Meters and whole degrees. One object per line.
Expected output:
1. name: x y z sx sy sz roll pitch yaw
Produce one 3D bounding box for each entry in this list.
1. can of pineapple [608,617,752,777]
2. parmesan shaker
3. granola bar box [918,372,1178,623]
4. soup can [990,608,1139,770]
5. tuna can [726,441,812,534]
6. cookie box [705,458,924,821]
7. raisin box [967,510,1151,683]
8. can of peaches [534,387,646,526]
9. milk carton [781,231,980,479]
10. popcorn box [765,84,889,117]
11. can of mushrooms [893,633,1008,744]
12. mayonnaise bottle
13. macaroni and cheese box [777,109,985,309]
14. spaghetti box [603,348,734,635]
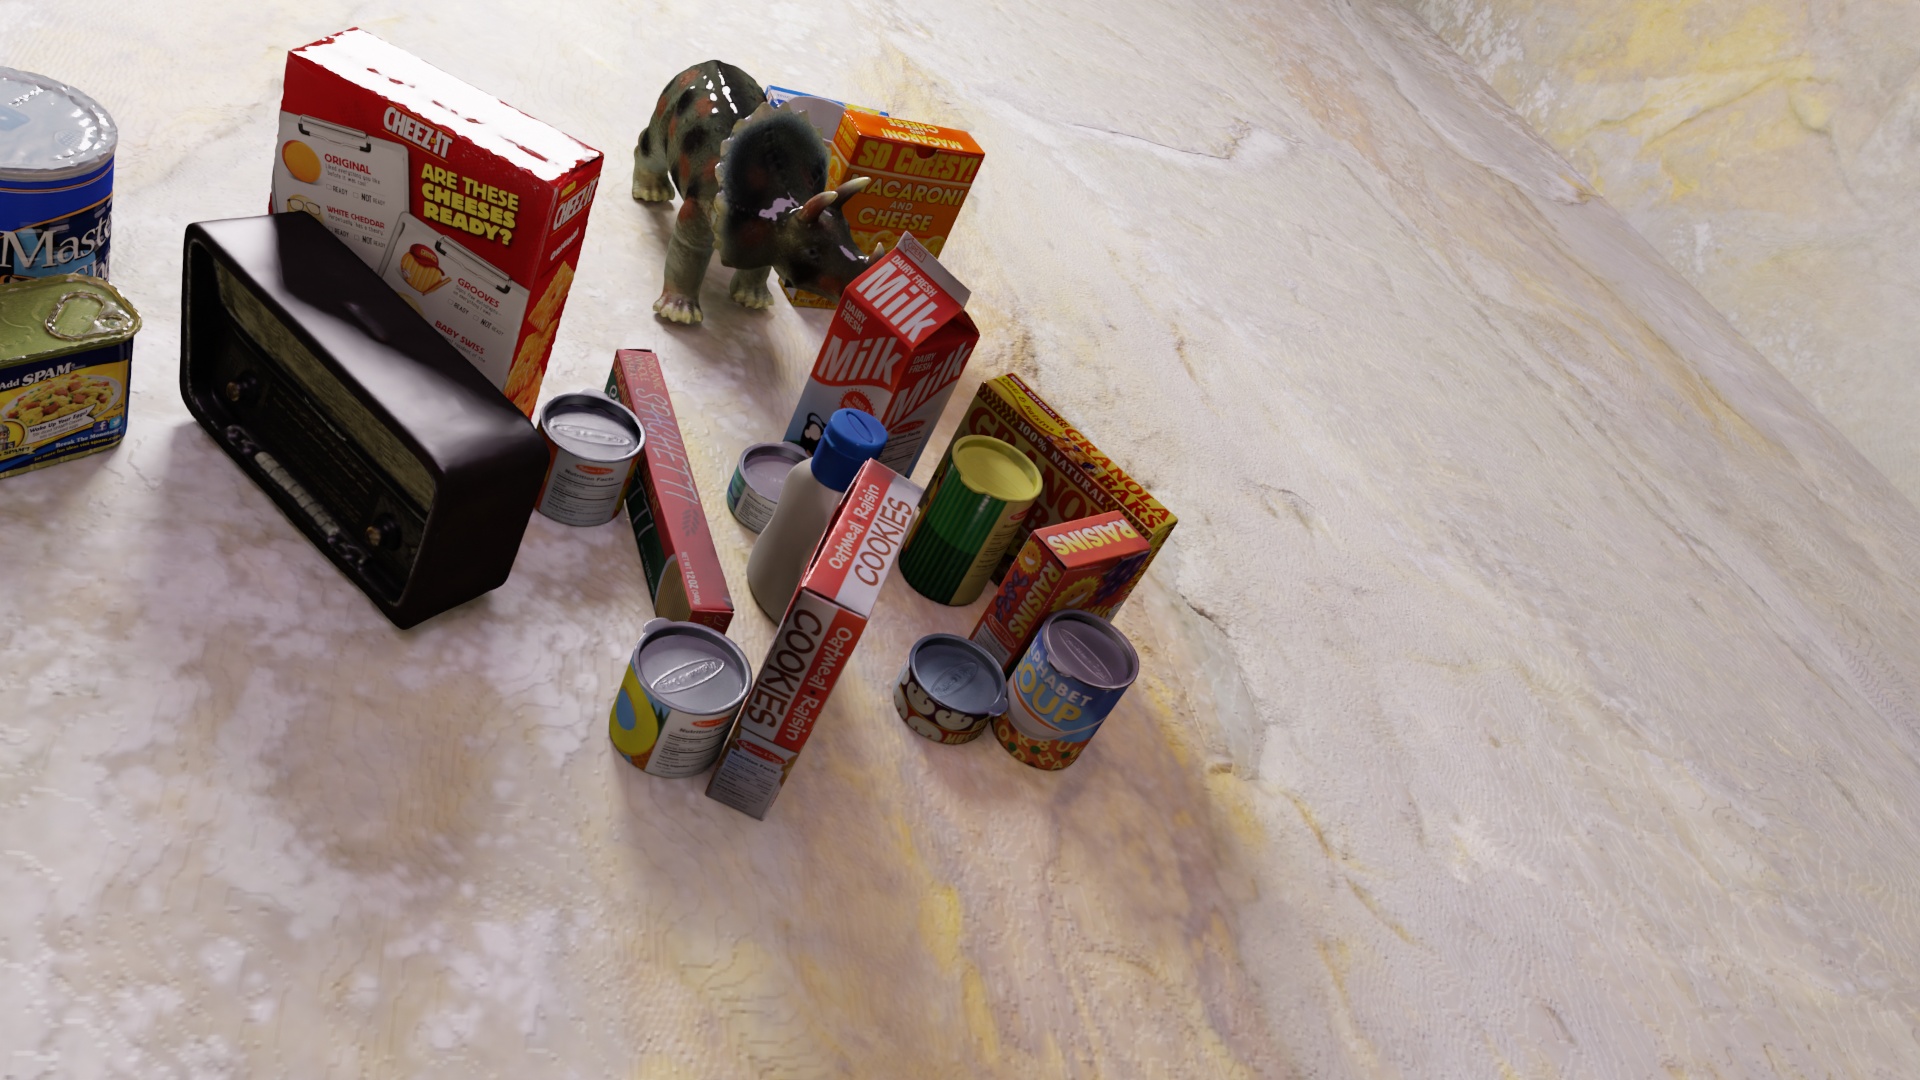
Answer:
1. can of pineapple: -0.155 0.087 0.766 0.071 0.057 0.071 18 37 -14
2. parmesan shaker: 0.003 -0.012 0.954 0.071 0.102 0.072 18 37 -14
3. granola bar box: 0.058 -0.019 0.982 0.166 0.123 0.039 44 38 20
4. soup can: 0.063 0.096 0.879 0.071 0.083 0.072 18 37 -14
5. tuna can: -0.125 -0.035 0.956 0.071 0.032 0.071 18 37 -14
6. cookie box: -0.081 0.054 0.763 0.040 0.166 0.123 26 36 -5
7. raisin box: 0.061 0.042 0.910 0.086 0.122 0.040 -12 52 -42
8. can of peaches: -0.239 -0.053 0.879 0.071 0.057 0.071 18 37 -14
9. milk carton: -0.052 -0.117 0.970 0.072 0.189 0.074 45 39 21
10. popcorn box: -0.135 -0.373 1.316 0.127 0.084 0.038 4 43 -31
11. can of mushrooms: -0.005 0.095 0.877 0.071 0.033 0.071 18 37 -14
12. mayonnaise bottle: -0.087 -0.014 0.858 0.041 0.147 0.065 -9 50 -41
13. macaroni and cheese box: -0.067 -0.270 1.166 0.124 0.165 0.040 -2 46 -36
14. spaghetti box: -0.192 -0.029 0.889 0.029 0.050 0.251 4 43 -31
